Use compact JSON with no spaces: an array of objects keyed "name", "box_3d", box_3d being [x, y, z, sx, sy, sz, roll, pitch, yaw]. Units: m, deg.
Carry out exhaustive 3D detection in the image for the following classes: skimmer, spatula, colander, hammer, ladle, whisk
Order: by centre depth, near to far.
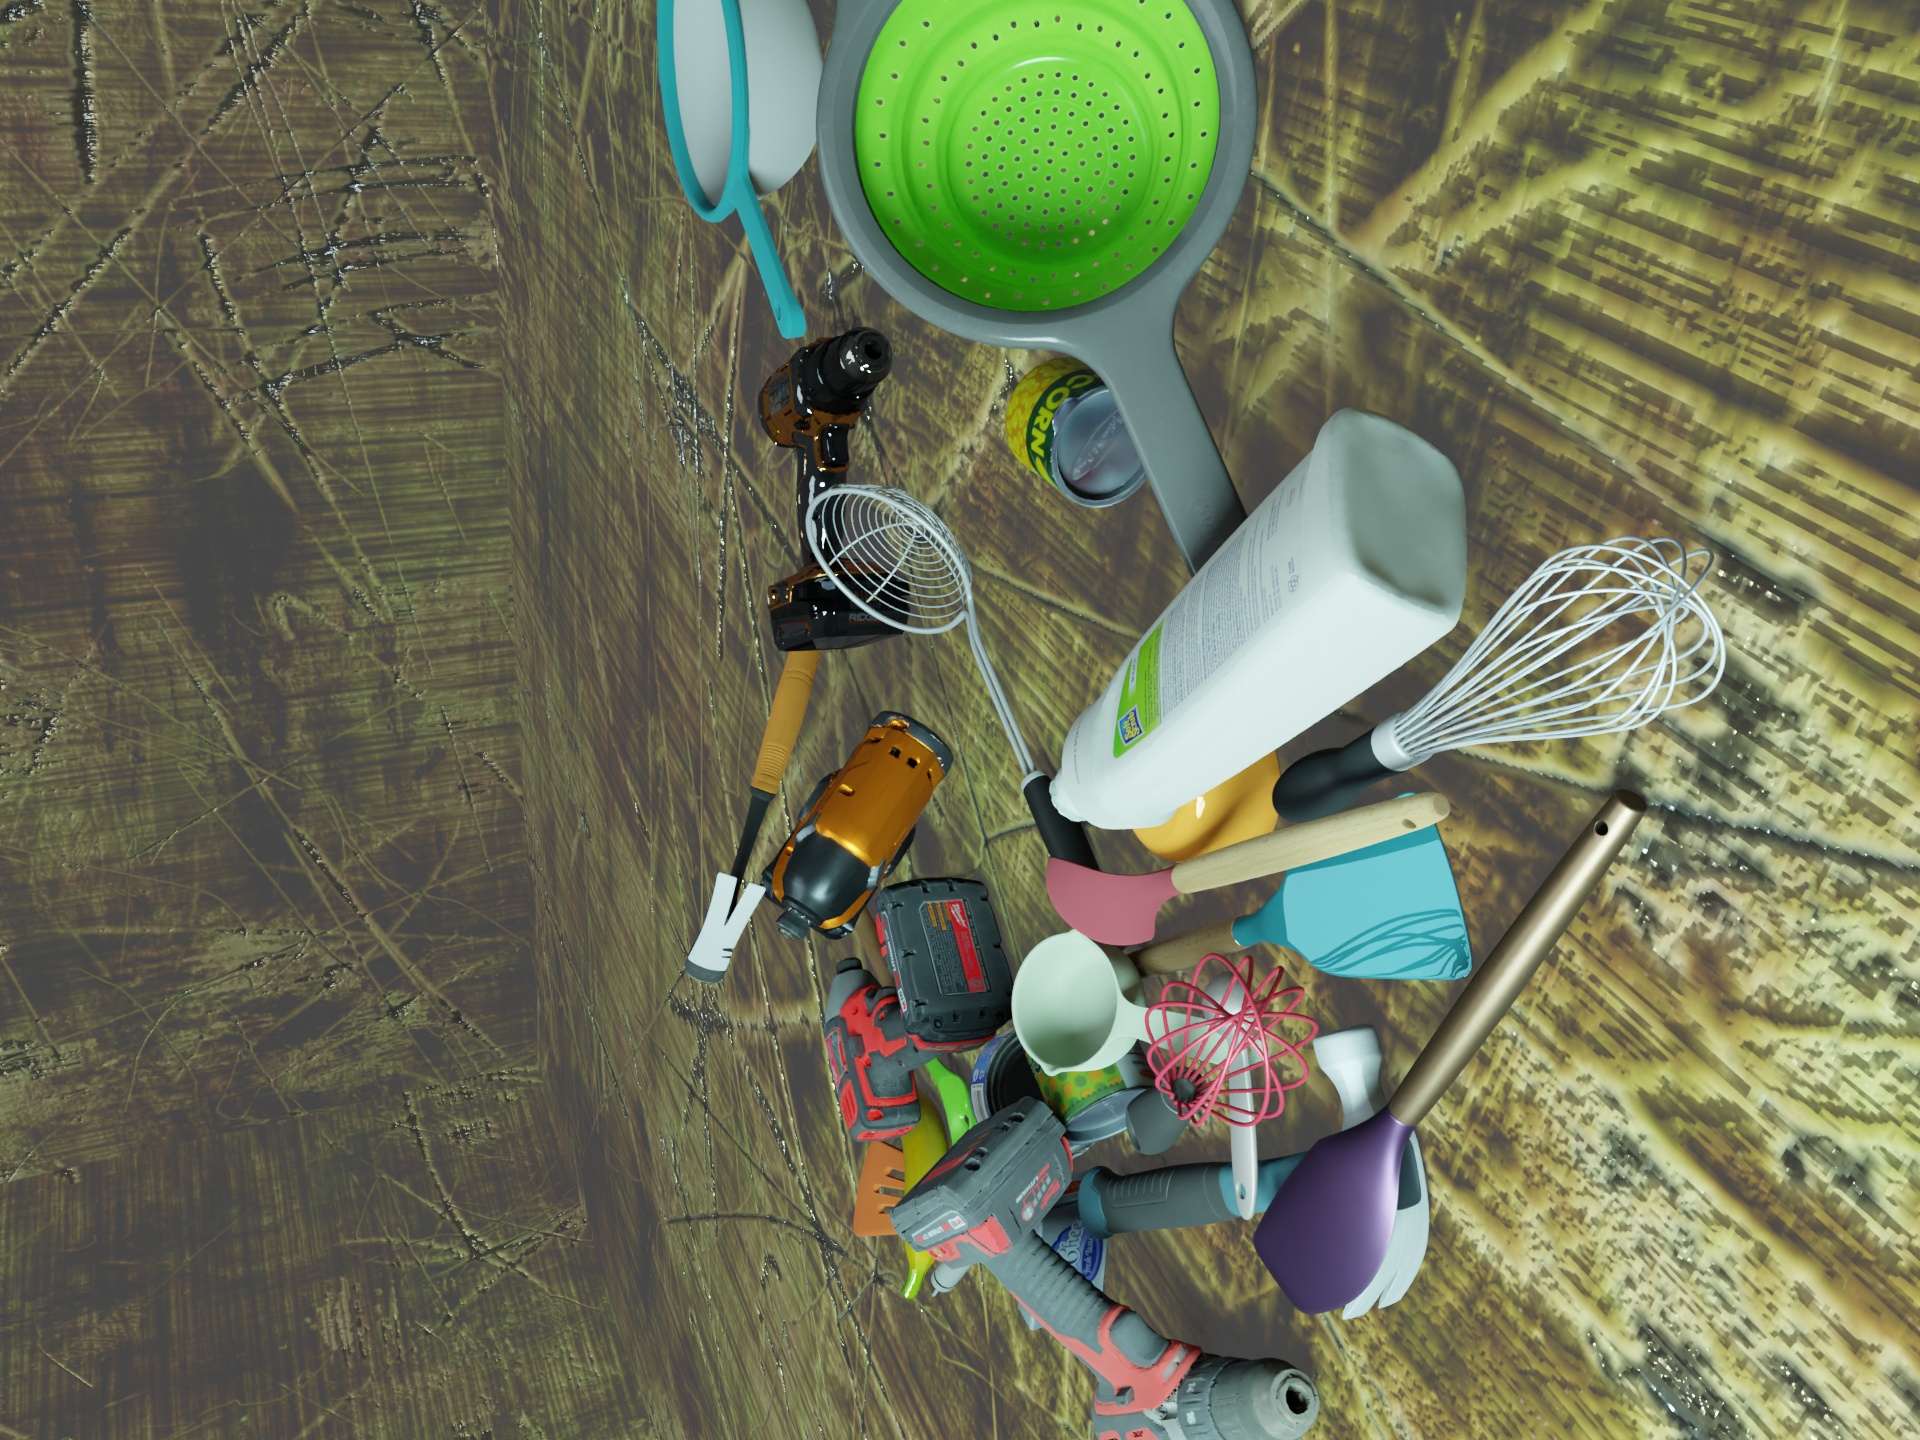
[{"name":"whisk","box_3d":[0.193,0.000,0.631,0.284,0.070,0.070,133,125,-66]},{"name":"spatula","box_3d":[0.199,0.150,0.665,0.060,0.018,0.315,52,136,37]},{"name":"ladle","box_3d":[0.121,0.071,0.752,0.069,0.031,0.315,41,153,-10]},{"name":"whisk","box_3d":[0.109,0.171,0.752,0.295,0.073,0.073,97,156,-66]},{"name":"colander","box_3d":[0.073,-0.207,0.776,0.397,0.204,0.094,66,-169,-3]},{"name":"spatula","box_3d":[0.145,0.111,0.817,0.317,0.044,0.082,138,120,-68]},{"name":"hammer","box_3d":[0.142,0.252,0.858,0.331,0.033,0.128,136,123,-62]},{"name":"skimmer","box_3d":[-0.002,-0.003,1.016,0.127,0.090,0.364,103,149,-56]},{"name":"spatula","box_3d":[-0.004,0.369,1.214,0.322,0.041,0.081,-26,50,63]},{"name":"hammer","box_3d":[-0.146,0.032,1.230,0.127,0.034,0.337,119,167,-48]}]

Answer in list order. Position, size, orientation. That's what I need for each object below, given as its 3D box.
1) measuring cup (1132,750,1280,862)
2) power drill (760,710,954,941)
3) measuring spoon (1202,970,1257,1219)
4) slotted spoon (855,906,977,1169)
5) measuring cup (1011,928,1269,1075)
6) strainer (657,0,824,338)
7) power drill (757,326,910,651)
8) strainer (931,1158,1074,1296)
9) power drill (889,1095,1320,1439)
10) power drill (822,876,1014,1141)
[{"name":"measuring cup","box_3d":[0.098,0.024,0.849,0.174,0.052,0.095,16,113,62]},{"name":"power drill","box_3d":[-0.085,0.092,1.126,0.084,0.164,0.226,33,163,-1]},{"name":"measuring spoon","box_3d":[0.134,0.188,0.792,0.034,0.018,0.124,176,90,-69]},{"name":"slotted spoon","box_3d":[-0.040,0.234,1.269,0.314,0.031,0.070,-123,34,-46]},{"name":"measuring cup","box_3d":[0.103,0.164,0.868,0.168,0.038,0.083,7,84,41]},{"name":"strainer","box_3d":[-0.136,-0.429,1.172,0.211,0.095,0.341,124,130,-61]},{"name":"power drill","box_3d":[-0.091,-0.172,1.182,0.185,0.084,0.226,171,95,-65]},{"name":"strainer","box_3d":[0.027,0.340,1.096,0.258,0.050,0.087,-62,2,42]},{"name":"power drill","box_3d":[0.082,0.323,0.885,0.227,0.080,0.188,48,146,4]},{"name":"power drill","box_3d":[-0.044,0.208,1.171,0.219,0.078,0.143,123,139,-50]}]
